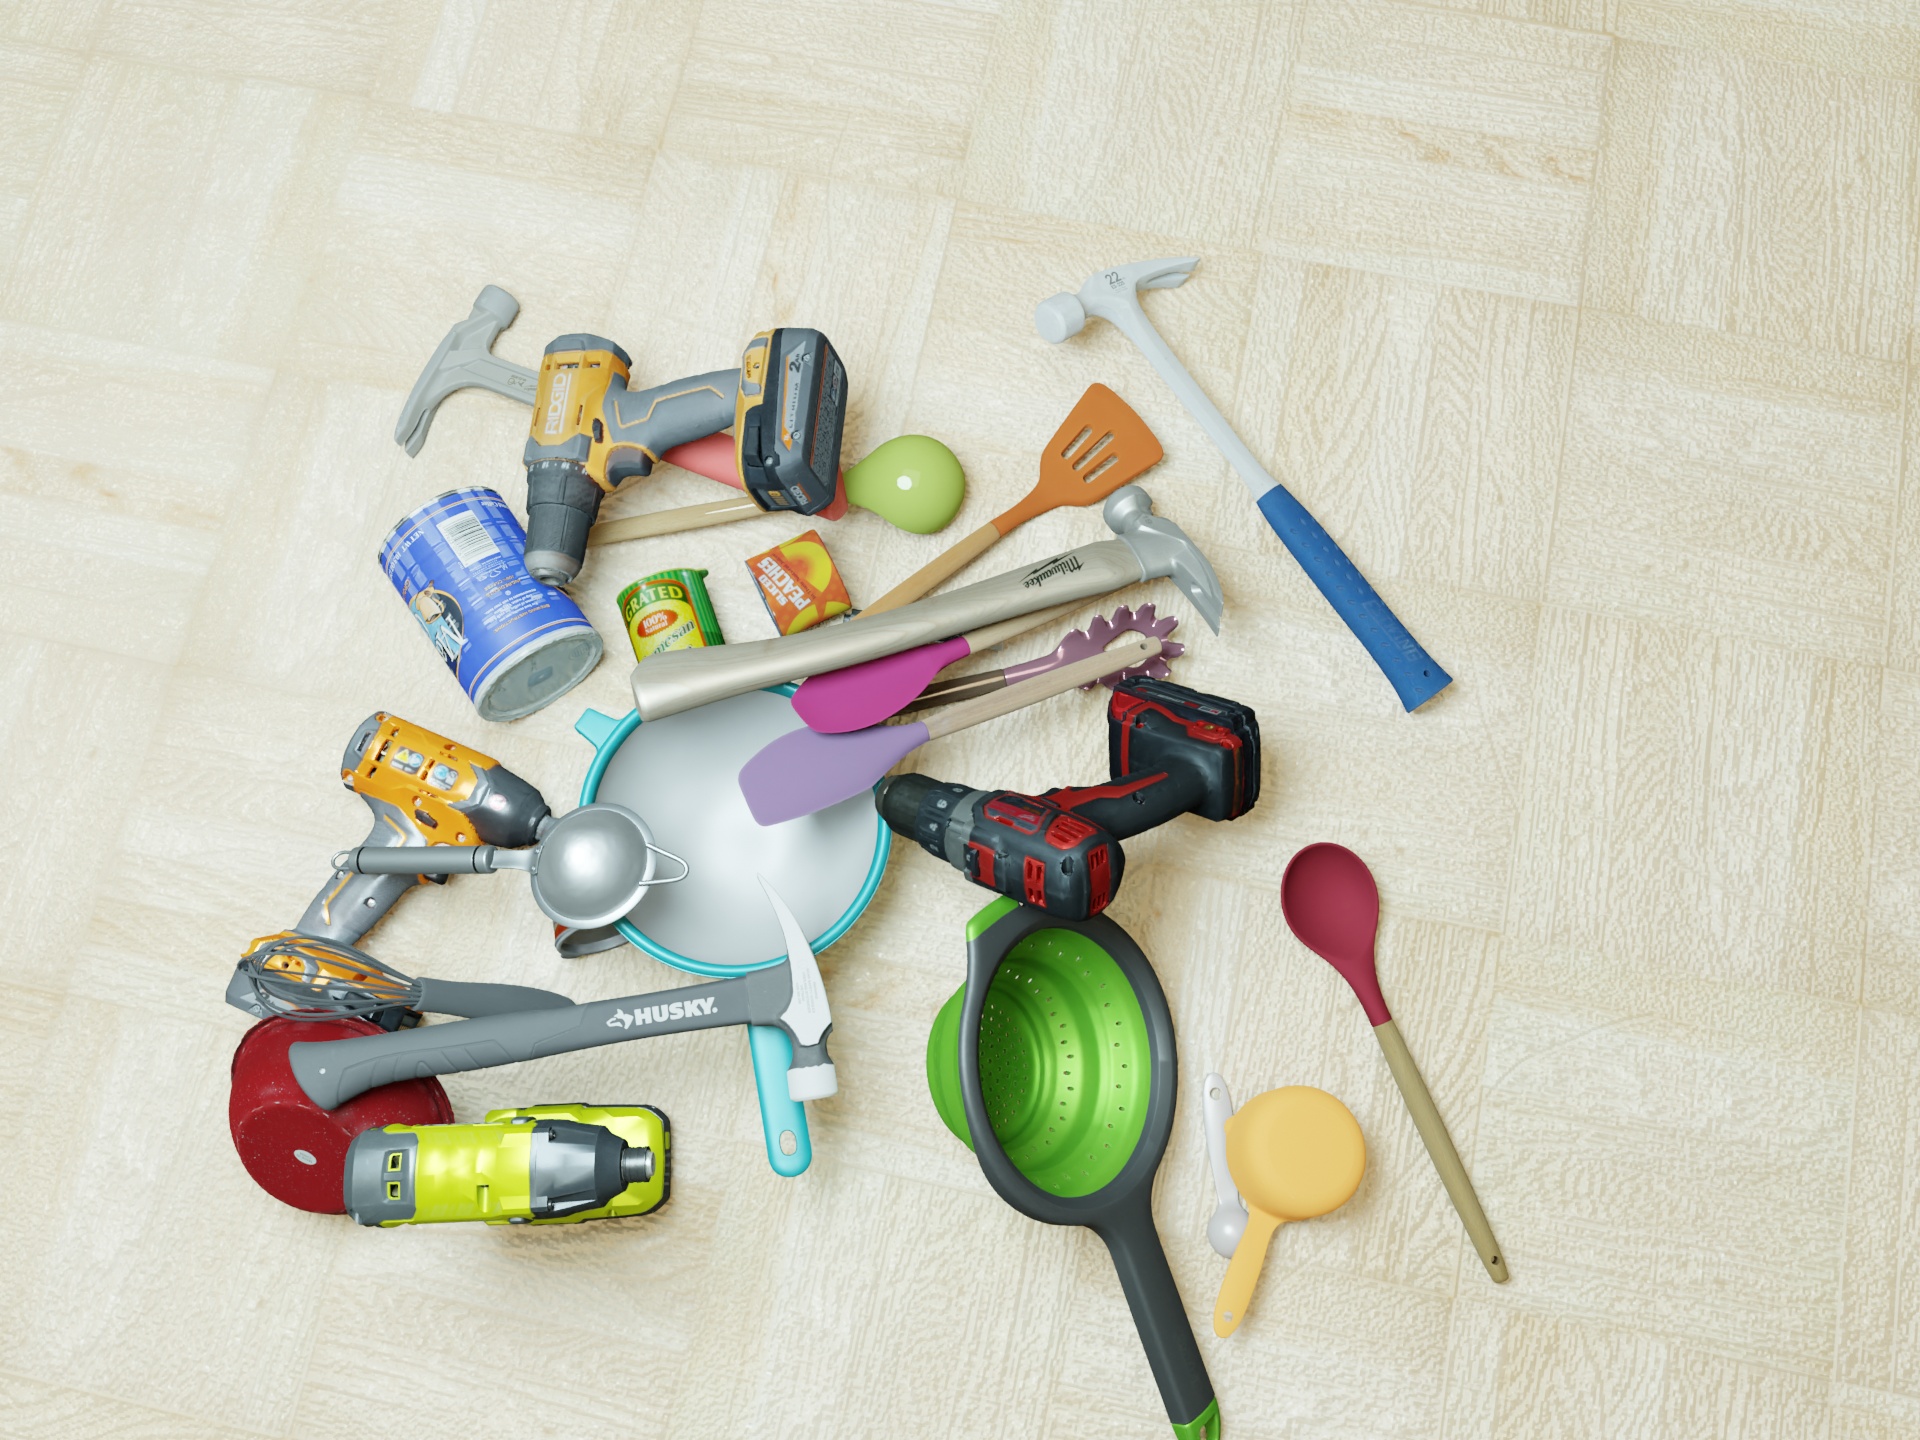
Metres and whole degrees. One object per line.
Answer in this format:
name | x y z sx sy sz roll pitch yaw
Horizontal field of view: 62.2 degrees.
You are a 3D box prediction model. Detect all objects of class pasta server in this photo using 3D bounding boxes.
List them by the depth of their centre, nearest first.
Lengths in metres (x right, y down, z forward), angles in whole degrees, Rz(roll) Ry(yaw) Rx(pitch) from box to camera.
pasta server | 0.006 -0.025 1.166 0.316 0.040 0.060 -13 87 -1

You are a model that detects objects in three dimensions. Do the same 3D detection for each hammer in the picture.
hammer | -0.251 0.190 1.007 0.334 0.035 0.146 -8 80 -5
hammer | -0.021 -0.063 1.098 0.410 0.038 0.146 -17 47 -16
hammer | 0.228 -0.181 1.188 0.144 0.035 0.405 -32 80 -26
hammer | -0.250 -0.214 1.194 0.359 0.036 0.149 22 77 17

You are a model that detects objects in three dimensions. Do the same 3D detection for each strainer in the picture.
strainer | -0.305 0.092 1.043 0.258 0.050 0.087 -2 65 17
strainer | -0.143 0.140 1.095 0.211 0.095 0.340 -9 76 -9

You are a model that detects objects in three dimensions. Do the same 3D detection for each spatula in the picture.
spatula | -0.002 -0.004 1.099 0.316 0.018 0.060 -20 71 -15
spatula | 0.007 -0.132 1.181 0.322 0.041 0.081 -37 78 -14

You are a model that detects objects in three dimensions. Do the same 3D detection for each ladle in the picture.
ladle | 0.304 0.233 1.098 0.069 0.031 0.315 -22 78 -1
ladle | -0.155 -0.159 1.208 0.320 0.062 0.078 -9 77 6

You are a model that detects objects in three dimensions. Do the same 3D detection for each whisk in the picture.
whisk | -0.355 0.178 1.049 0.055 0.238 0.055 -18 64 41

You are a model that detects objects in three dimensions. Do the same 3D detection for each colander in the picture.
colander | 0.072 0.303 1.053 0.204 0.094 0.397 -22 94 -46

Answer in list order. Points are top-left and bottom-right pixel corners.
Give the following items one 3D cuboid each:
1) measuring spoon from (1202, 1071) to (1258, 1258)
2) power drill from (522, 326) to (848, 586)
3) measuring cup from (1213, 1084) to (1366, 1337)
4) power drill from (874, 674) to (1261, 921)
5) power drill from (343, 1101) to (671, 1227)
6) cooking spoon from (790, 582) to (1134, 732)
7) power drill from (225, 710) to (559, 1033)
measuring spoon | 0.181 0.303 1.087 0.034 0.018 0.124 -5 75 0
power drill | -0.203 -0.185 1.115 0.226 0.084 0.185 0 71 16
measuring cup | 0.209 0.323 1.049 0.095 0.052 0.174 27 67 3
power drill | 0.073 0.046 1.063 0.188 0.080 0.226 19 33 41
power drill | -0.260 0.281 0.999 0.171 0.223 0.080 -3 76 1
cooking spoon | 0.025 -0.062 1.136 0.319 0.017 0.069 -25 51 -23
power drill | -0.390 0.122 1.119 0.164 0.084 0.226 22 74 5
